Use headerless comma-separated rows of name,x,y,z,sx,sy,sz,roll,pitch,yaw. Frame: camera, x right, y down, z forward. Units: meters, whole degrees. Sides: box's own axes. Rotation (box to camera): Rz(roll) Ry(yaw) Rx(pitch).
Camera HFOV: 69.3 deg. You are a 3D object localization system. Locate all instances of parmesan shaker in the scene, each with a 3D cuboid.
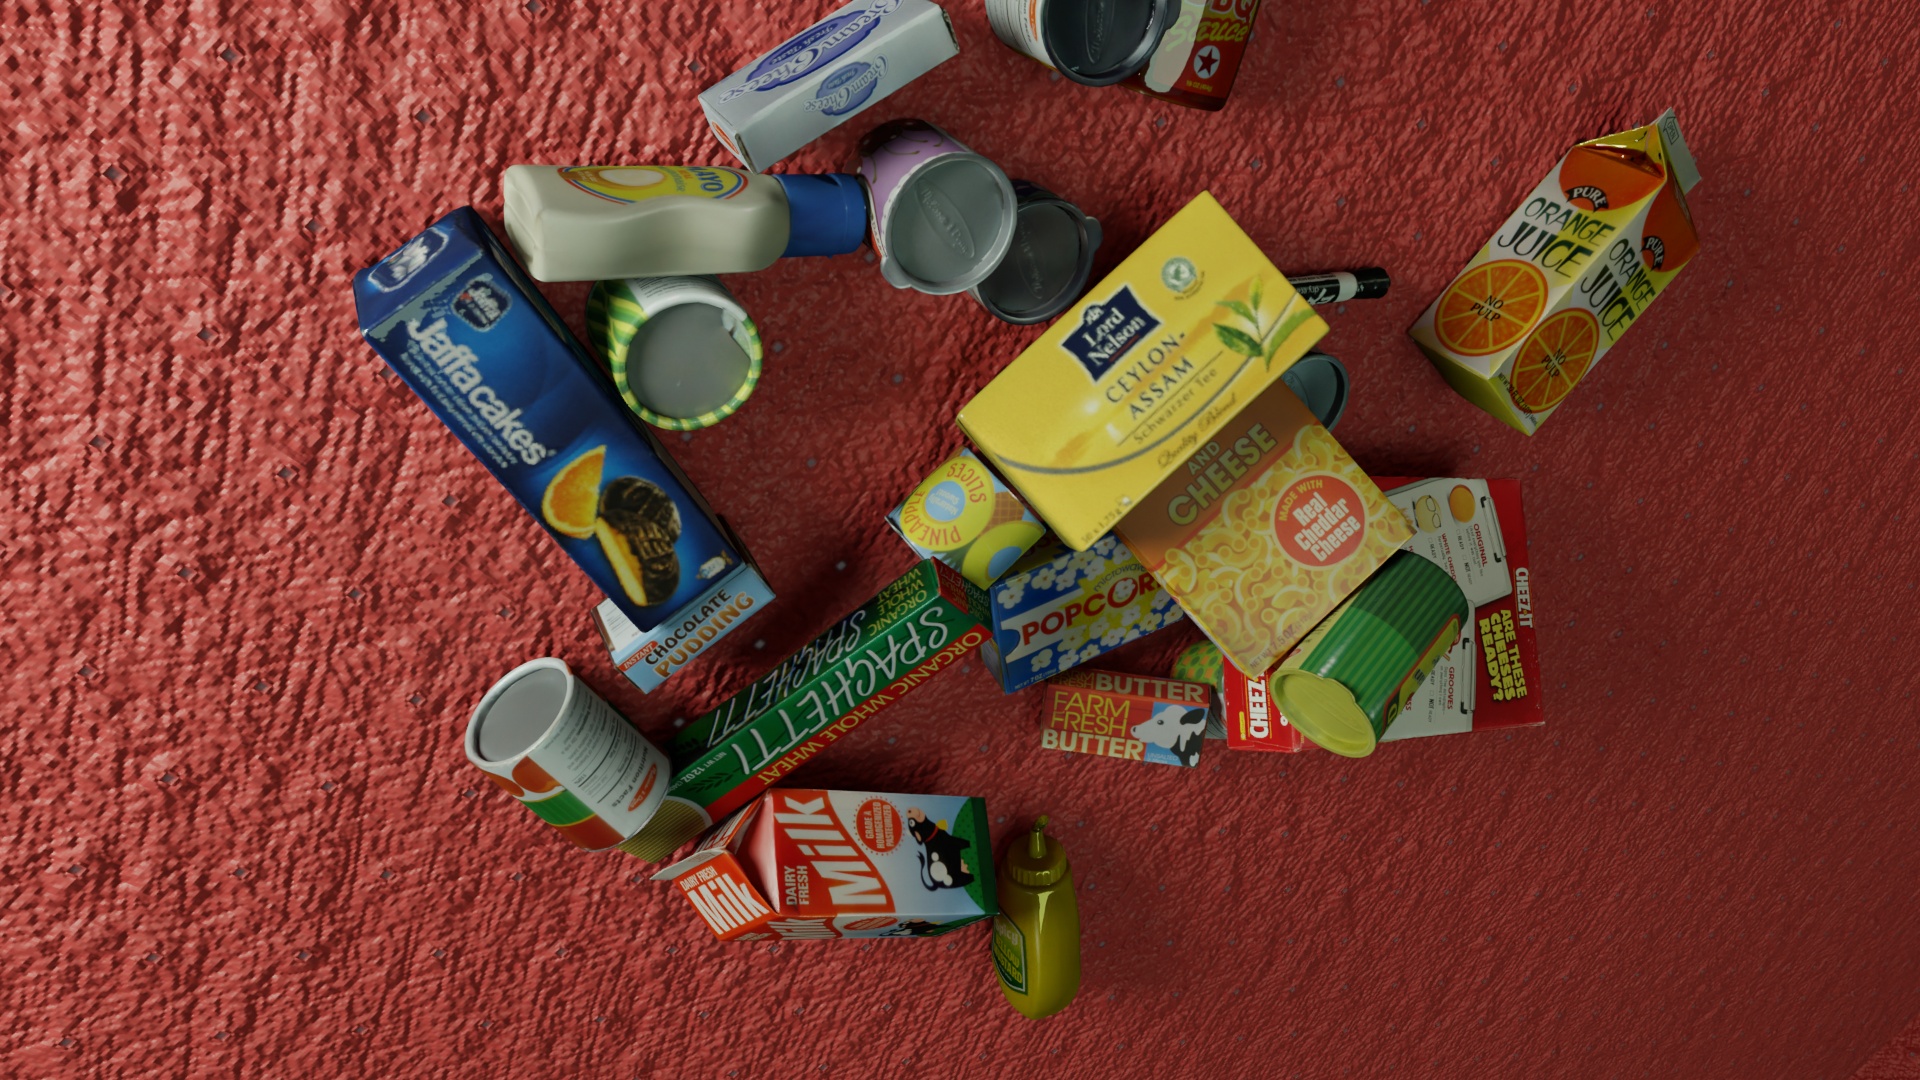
parmesan shaker,0.229,0.060,0.772,0.103,0.071,0.071,-45,134,-24

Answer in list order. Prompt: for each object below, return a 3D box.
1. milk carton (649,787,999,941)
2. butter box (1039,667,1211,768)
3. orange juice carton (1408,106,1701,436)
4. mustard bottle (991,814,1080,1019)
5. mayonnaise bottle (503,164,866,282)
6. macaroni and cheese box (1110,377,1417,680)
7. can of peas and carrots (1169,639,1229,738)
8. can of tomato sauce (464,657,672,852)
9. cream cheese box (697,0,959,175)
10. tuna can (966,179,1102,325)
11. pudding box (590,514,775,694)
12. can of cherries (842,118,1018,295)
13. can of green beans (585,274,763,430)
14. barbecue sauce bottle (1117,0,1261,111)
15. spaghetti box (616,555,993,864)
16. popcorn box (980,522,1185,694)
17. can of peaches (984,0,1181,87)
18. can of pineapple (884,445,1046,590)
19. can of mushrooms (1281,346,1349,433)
milk carton,-0.077,0.188,0.803,0.191,0.074,0.072,10,150,-33
butter box,0.102,0.110,0.870,0.103,0.024,0.052,7,122,5
orange juice carton,0.375,-0.167,0.846,0.192,0.073,0.071,-49,130,6
mustard bottle,0.050,0.249,0.941,0.049,0.065,0.159,-17,121,-26
mayonnaise bottle,-0.114,-0.138,0.595,0.148,0.065,0.041,-10,127,-29
macaroni and cheese box,0.149,-0.026,0.773,0.124,0.040,0.166,-42,94,0
can of peas and carrots,0.179,0.094,0.899,0.071,0.058,0.071,4,83,-29
can of tomato sauce,-0.199,0.109,0.704,0.071,0.071,0.082,-38,130,-3
cream cheese box,-0.057,-0.199,0.591,0.104,0.053,0.024,-33,133,-7
tuna can,0.033,-0.145,0.691,0.071,0.033,0.070,-15,126,-21
pudding box,-0.139,0.031,0.697,0.084,0.050,0.030,-38,132,-3
can of cherries,-0.018,-0.153,0.640,0.072,0.058,0.071,-15,127,-21
can of green beans,-0.128,-0.090,0.619,0.071,0.058,0.071,-15,126,-21
barbecue sauce bottle,0.119,-0.280,0.646,0.065,0.044,0.148,0,119,-35
spaghetti box,-0.093,0.093,0.732,0.249,0.029,0.050,-35,134,18
popcorn box,0.070,0.028,0.822,0.127,0.038,0.084,-22,129,-16
can of peaches,0.054,-0.244,0.623,0.071,0.058,0.071,-15,125,-22
can of pineapple,0.003,-0.009,0.740,0.058,0.071,0.071,-44,131,2
can of mushrooms,0.191,-0.085,0.821,0.071,0.033,0.070,-15,127,-21
